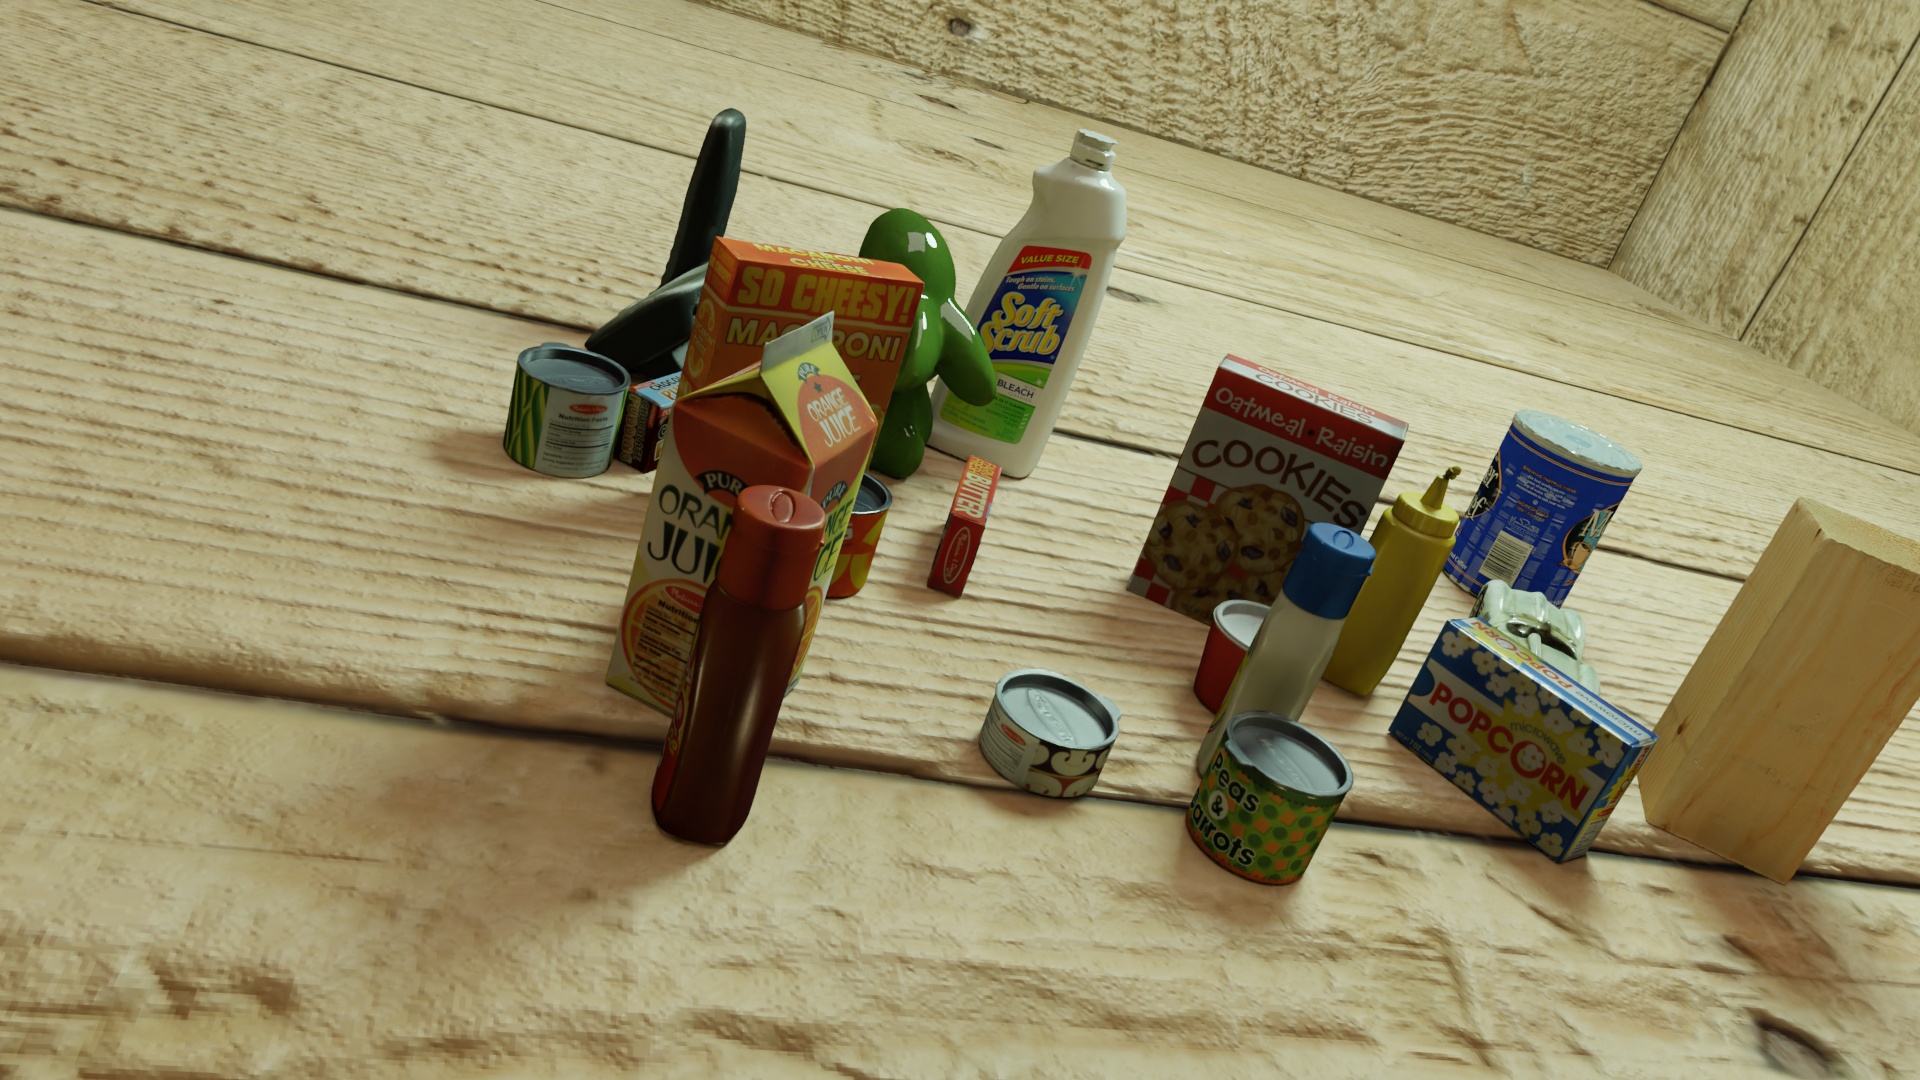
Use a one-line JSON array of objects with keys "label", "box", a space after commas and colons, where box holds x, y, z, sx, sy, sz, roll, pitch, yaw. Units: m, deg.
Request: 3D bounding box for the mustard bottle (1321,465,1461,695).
[{"label": "mustard bottle", "box": [0.276, 0.020, 0.881, 0.049, 0.159, 0.065, 25, 25, 13]}]

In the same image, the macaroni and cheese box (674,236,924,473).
[{"label": "macaroni and cheese box", "box": [-0.104, -0.090, 0.829, 0.124, 0.165, 0.040, 1, 30, -35]}]

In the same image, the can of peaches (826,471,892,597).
[{"label": "can of peaches", "box": [-0.080, -0.007, 0.803, 0.071, 0.057, 0.071, 16, 25, -7]}]

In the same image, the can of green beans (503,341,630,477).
[{"label": "can of green beans", "box": [-0.237, -0.078, 0.837, 0.071, 0.057, 0.071, 16, 25, -7]}]

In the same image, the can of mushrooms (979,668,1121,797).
[{"label": "can of mushrooms", "box": [0.047, 0.098, 0.708, 0.071, 0.033, 0.071, 16, 25, -7]}]

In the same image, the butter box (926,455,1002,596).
[{"label": "butter box", "box": [0.003, -0.011, 0.877, 0.024, 0.053, 0.104, 19, 25, -1]}]

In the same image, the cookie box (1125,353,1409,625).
[{"label": "cookie box", "box": [0.196, -0.021, 0.898, 0.123, 0.166, 0.040, 23, 25, 9]}]

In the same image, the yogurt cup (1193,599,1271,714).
[{"label": "yogurt cup", "box": [0.173, 0.075, 0.821, 0.072, 0.053, 0.073, 16, 25, -7]}]

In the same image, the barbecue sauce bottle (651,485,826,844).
[{"label": "barbecue sauce bottle", "box": [-0.091, 0.050, 0.573, 0.044, 0.147, 0.065, 15, 25, -10]}]

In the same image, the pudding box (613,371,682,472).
[{"label": "pudding box", "box": [-0.183, -0.079, 0.888, 0.030, 0.049, 0.084, 27, 26, 16]}]

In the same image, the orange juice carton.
[{"label": "orange juice carton", "box": [-0.097, -0.011, 0.640, 0.073, 0.191, 0.072, 25, 25, 11]}]

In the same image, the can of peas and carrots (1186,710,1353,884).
[{"label": "can of peas and carrots", "box": [0.151, 0.128, 0.691, 0.071, 0.058, 0.071, 16, 25, -7]}]

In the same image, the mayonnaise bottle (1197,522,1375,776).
[{"label": "mayonnaise bottle", "box": [0.172, 0.062, 0.735, 0.041, 0.147, 0.065, 26, 25, 14]}]

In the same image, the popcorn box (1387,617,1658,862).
[{"label": "popcorn box", "box": [0.326, 0.114, 0.813, 0.038, 0.084, 0.127, -4, 33, -41]}]
